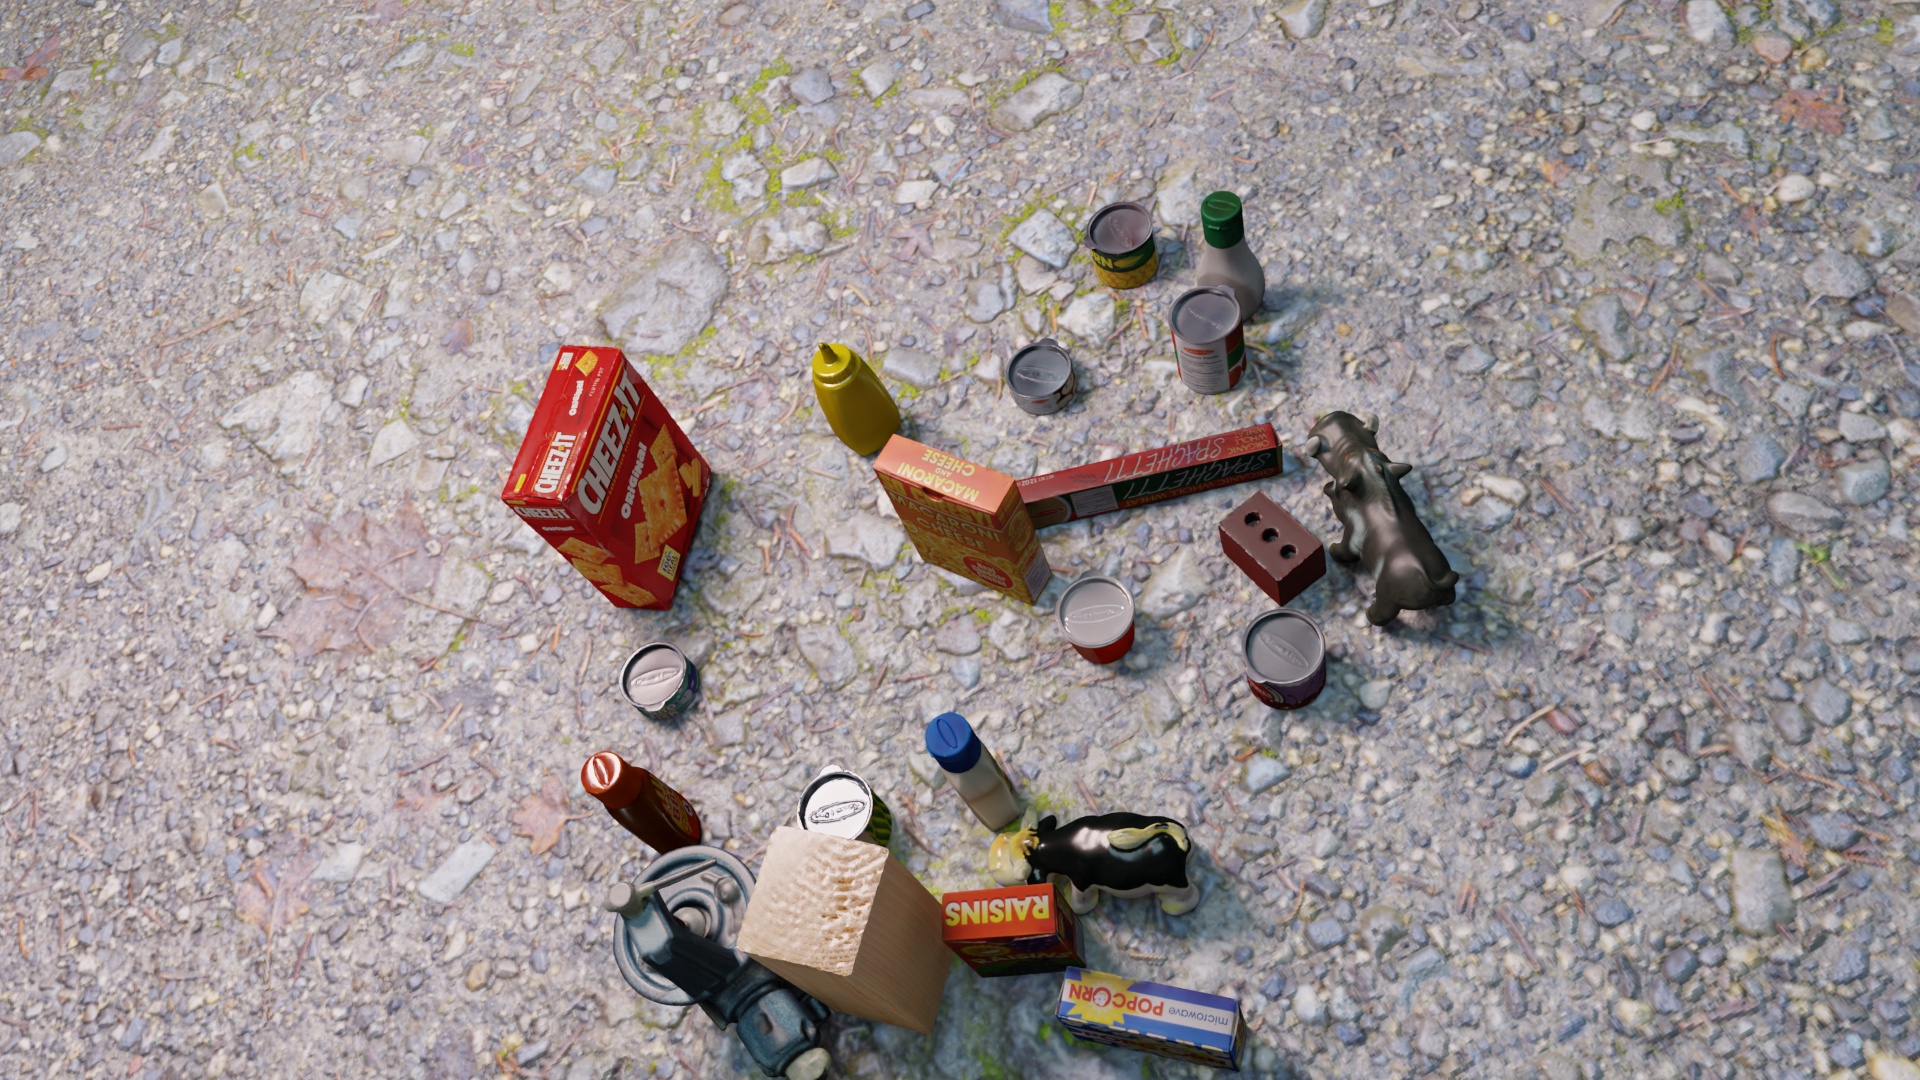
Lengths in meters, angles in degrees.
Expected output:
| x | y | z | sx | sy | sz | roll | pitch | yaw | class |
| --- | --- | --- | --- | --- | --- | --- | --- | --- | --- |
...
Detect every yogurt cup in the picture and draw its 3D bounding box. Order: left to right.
| x | y | z | sx | sy | sz | roll | pitch | yaw | class |
| --- | --- | --- | --- | --- | --- | --- | --- | --- | --- |
| 0.119 | 0.071 | 1.190 | 0.072 | 0.053 | 0.073 | -7 | 59 | 12 | yogurt cup |

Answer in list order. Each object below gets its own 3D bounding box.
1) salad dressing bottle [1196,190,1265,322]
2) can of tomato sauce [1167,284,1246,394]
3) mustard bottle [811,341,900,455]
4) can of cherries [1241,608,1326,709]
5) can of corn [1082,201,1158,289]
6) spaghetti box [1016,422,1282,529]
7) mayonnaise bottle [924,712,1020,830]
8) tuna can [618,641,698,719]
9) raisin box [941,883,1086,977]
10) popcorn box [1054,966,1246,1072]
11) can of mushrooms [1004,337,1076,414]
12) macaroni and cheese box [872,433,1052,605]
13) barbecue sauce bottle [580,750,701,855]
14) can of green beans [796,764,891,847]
| x | y | z | sx | sy | sz | roll | pitch | yaw | class |
| --- | --- | --- | --- | --- | --- | --- | --- | --- | --- |
| 0.249 | -0.262 | 1.291 | 0.064 | 0.147 | 0.044 | 18 | 68 | 24 | salad dressing bottle |
| 0.231 | -0.187 | 1.291 | 0.071 | 0.082 | 0.071 | -7 | 59 | 12 | can of tomato sauce |
| -0.106 | -0.144 | 1.314 | 0.065 | 0.159 | 0.049 | -40 | 59 | -9 | mustard bottle |
| 0.262 | 0.099 | 1.132 | 0.071 | 0.058 | 0.072 | -7 | 59 | 12 | can of cherries |
| 0.160 | -0.293 | 1.387 | 0.071 | 0.058 | 0.071 | -7 | 59 | 12 | can of corn |
| 0.164 | -0.056 | 1.253 | 0.250 | 0.050 | 0.029 | -13 | 58 | 8 | spaghetti box |
| 0.008 | 0.180 | 1.102 | 0.041 | 0.147 | 0.065 | -32 | 58 | -4 | mayonnaise bottle |
| -0.277 | 0.131 | 1.278 | 0.071 | 0.032 | 0.071 | -7 | 59 | 12 | tuna can |
| 0.041 | 0.294 | 1.041 | 0.086 | 0.123 | 0.040 | -7 | 59 | 12 | raisin box |
| 0.140 | 0.347 | 1.006 | 0.127 | 0.085 | 0.038 | 6 | 63 | 19 | popcorn box |
| 0.079 | -0.159 | 1.346 | 0.071 | 0.033 | 0.071 | -7 | 59 | 12 | can of mushrooms |
| 0.004 | -0.015 | 1.205 | 0.124 | 0.165 | 0.040 | 22 | 69 | 25 | macaroni and cheese box |
| -0.266 | 0.218 | 1.157 | 0.044 | 0.148 | 0.065 | -31 | 58 | -3 | barbecue sauce bottle |
| -0.096 | 0.232 | 1.155 | 0.071 | 0.057 | 0.071 | -7 | 59 | 12 | can of green beans |
